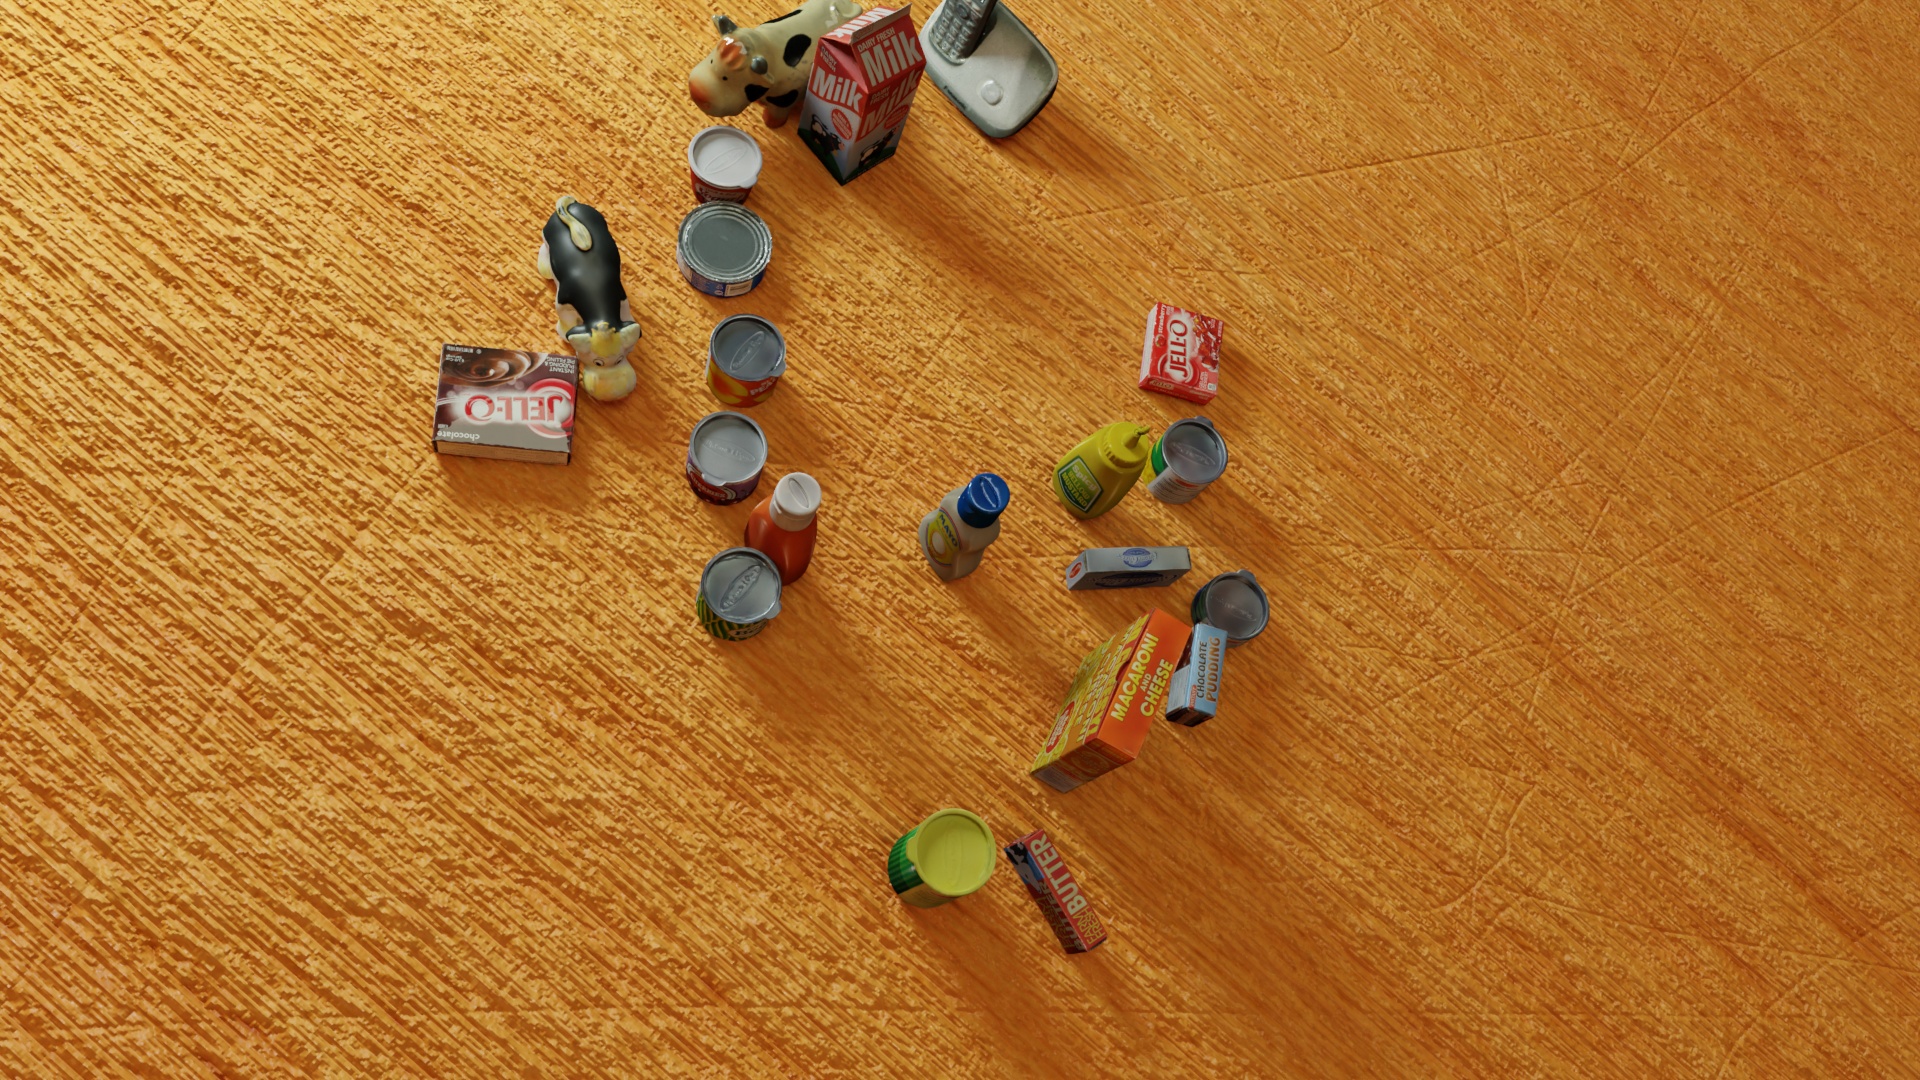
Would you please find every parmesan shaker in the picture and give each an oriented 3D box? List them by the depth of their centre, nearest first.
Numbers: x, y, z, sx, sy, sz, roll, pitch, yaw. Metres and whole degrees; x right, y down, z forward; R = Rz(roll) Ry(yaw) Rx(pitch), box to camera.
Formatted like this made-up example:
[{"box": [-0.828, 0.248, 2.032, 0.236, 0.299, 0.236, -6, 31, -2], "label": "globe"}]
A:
[{"box": [-0.019, 0.254, 1.105, 0.071, 0.102, 0.071, 5, 69, -14], "label": "parmesan shaker"}]

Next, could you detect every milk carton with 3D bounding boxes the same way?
[{"box": [-0.091, -0.422, 1.289, 0.072, 0.189, 0.073, -37, 84, -24], "label": "milk carton"}]

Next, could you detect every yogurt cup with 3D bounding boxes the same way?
[{"box": [-0.222, -0.345, 1.298, 0.072, 0.053, 0.072, 5, 69, -14], "label": "yogurt cup"}]

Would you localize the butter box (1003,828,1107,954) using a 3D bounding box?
[{"box": [0.078, 0.290, 1.146, 0.024, 0.053, 0.103, -28, 80, -23], "label": "butter box"}]

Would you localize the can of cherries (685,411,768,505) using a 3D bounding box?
[{"box": [-0.204, -0.068, 1.197, 0.071, 0.058, 0.072, 5, 69, -14], "label": "can of cherries"}]

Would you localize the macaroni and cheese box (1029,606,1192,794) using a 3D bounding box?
[{"box": [0.122, 0.136, 1.154, 0.040, 0.165, 0.124, 30, 65, -4], "label": "macaroni and cheese box"}]

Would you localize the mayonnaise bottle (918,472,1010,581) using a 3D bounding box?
[{"box": [0.004, -0.015, 1.187, 0.041, 0.147, 0.065, -23, 78, -22], "label": "mayonnaise bottle"}]

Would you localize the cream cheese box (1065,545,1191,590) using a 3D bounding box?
[{"box": [0.152, 0.025, 1.266, 0.104, 0.053, 0.024, -2, 71, -16], "label": "cream cheese box"}]

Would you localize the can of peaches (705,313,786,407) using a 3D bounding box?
[{"box": [-0.190, -0.158, 1.235, 0.071, 0.058, 0.071, 5, 69, -14], "label": "can of peaches"}]

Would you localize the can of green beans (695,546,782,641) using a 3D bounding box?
[{"box": [-0.186, 0.046, 1.160, 0.071, 0.057, 0.071, 5, 69, -14], "label": "can of green beans"}]

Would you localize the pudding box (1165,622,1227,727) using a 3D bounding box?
[{"box": [0.212, 0.121, 1.249, 0.030, 0.049, 0.084, 17, 67, -9], "label": "pudding box"}]

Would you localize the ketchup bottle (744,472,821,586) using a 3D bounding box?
[{"box": [-0.144, -0.012, 1.143, 0.044, 0.148, 0.065, -29, 81, -23], "label": "ketchup bottle"}]

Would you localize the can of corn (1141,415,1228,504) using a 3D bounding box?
[{"box": [0.212, -0.076, 1.318, 0.071, 0.058, 0.071, 5, 69, -14], "label": "can of corn"}]

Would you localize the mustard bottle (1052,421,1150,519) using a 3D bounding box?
[{"box": [0.131, -0.070, 1.236, 0.049, 0.159, 0.065, -32, 82, -23], "label": "mustard bottle"}]

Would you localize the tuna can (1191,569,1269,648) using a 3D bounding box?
[{"box": [0.251, 0.063, 1.291, 0.071, 0.032, 0.071, 5, 69, -14], "label": "tuna can"}]
